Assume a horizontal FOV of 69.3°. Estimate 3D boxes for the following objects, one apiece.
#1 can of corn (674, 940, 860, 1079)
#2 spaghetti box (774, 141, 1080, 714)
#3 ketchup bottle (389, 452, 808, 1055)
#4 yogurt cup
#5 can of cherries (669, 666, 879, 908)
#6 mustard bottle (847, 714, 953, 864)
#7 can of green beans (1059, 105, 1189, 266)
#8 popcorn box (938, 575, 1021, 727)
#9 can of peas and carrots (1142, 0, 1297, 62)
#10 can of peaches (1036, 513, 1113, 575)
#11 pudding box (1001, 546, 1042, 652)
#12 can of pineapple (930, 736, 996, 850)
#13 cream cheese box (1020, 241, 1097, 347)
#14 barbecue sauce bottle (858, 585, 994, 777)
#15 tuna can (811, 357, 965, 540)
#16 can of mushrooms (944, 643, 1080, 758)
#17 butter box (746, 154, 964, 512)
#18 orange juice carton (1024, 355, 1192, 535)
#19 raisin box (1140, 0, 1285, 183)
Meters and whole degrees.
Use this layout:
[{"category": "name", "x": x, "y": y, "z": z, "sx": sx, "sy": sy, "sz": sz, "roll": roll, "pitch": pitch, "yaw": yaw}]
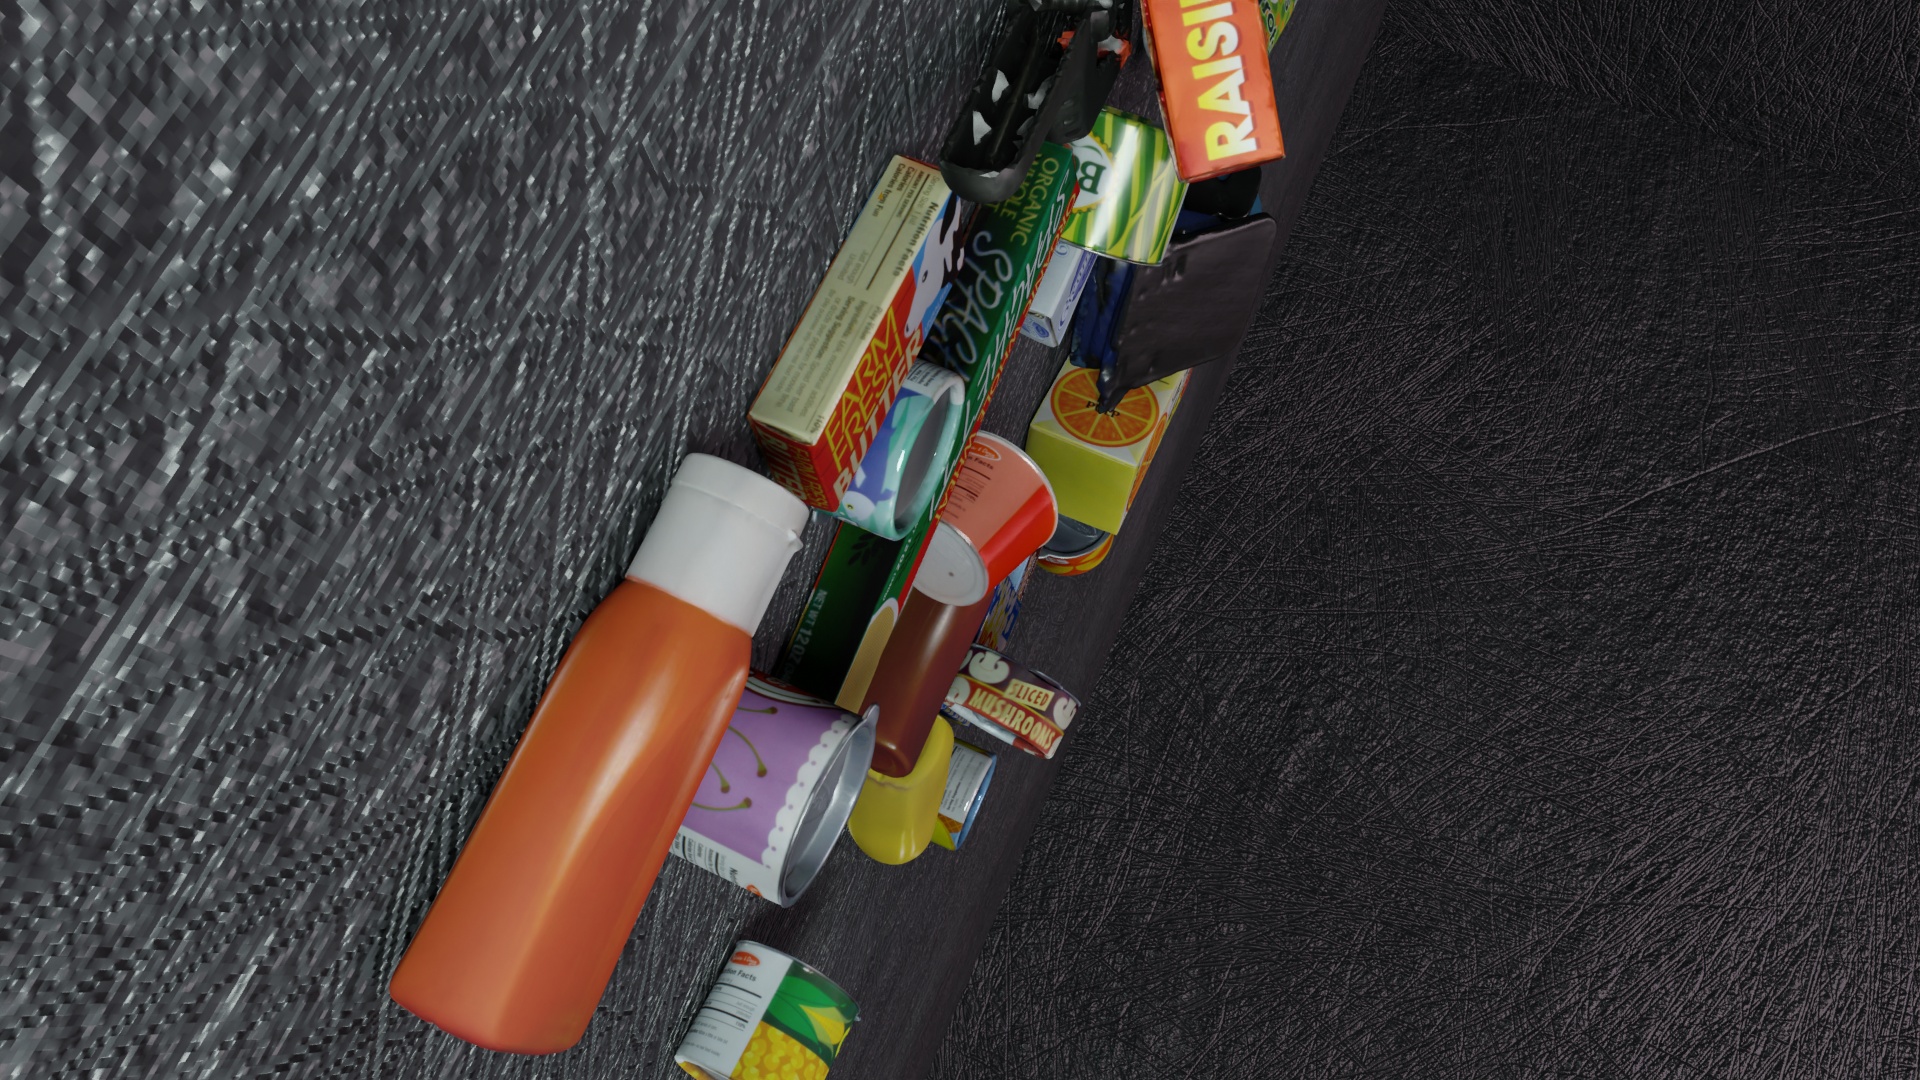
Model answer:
[{"category": "can of corn", "x": -0.087, "y": 0.228, "z": 0.639, "sx": 0.070, "sy": 0.071, "sz": 0.058, "roll": 96, "pitch": 21, "yaw": -57}, {"category": "spaghetti box", "x": -0.012, "y": -0.045, "z": 0.562, "sx": 0.050, "sy": 0.029, "sz": 0.250, "roll": 36, "pitch": 77, "yaw": -80}, {"category": "ketchup bottle", "x": -0.085, "y": 0.051, "z": 0.353, "sx": 0.064, "sy": 0.043, "sz": 0.149, "roll": 76, "pitch": 38, "yaw": -74}, {"category": "yogurt cup", "x": 0.002, "y": -0.008, "z": 0.619, "sx": 0.054, "sy": 0.072, "sz": 0.072, "roll": -49, "pitch": 160, "yaw": -37}, {"category": "can of cherries", "x": -0.067, "y": 0.075, "z": 0.456, "sx": 0.071, "sy": 0.058, "sz": 0.071, "roll": 20, "pitch": 92, "yaw": -78}, {"category": "mustard bottle", "x": -0.037, "y": 0.147, "z": 0.779, "sx": 0.159, "sy": 0.049, "sz": 0.065, "roll": 98, "pitch": 18, "yaw": -55}, {"category": "can of green beans", "x": 0.068, "y": -0.161, "z": 0.621, "sx": 0.071, "sy": 0.071, "sz": 0.057, "roll": -42, "pitch": 152, "yaw": -66}, {"category": "popcorn box", "x": -0.001, "y": 0.058, "z": 0.803, "sx": 0.126, "sy": 0.038, "sz": 0.085, "roll": 62, "pitch": 50, "yaw": -76}, {"category": "can of peas and carrots", "x": 0.136, "y": -0.273, "z": 0.717, "sx": 0.070, "sy": 0.071, "sz": 0.059, "roll": 97, "pitch": 19, "yaw": -55}, {"category": "can of peaches", "x": 0.071, "y": -0.012, "z": 0.948, "sx": 0.058, "sy": 0.071, "sz": 0.071, "roll": 71, "pitch": 43, "yaw": -75}, {"category": "pudding box", "x": 0.022, "y": 0.036, "z": 0.897, "sx": 0.050, "sy": 0.030, "sz": 0.083, "roll": -18, "pitch": 129, "yaw": -75}, {"category": "can of pineapple", "x": -0.016, "y": 0.154, "z": 0.873, "sx": 0.071, "sy": 0.058, "sz": 0.071, "roll": 20, "pitch": 92, "yaw": -80}, {"category": "cream cheese box", "x": 0.056, "y": -0.152, "z": 0.691, "sx": 0.053, "sy": 0.024, "sz": 0.104, "roll": 45, "pitch": 68, "yaw": -78}, {"category": "barbecue sauce bottle", "x": -0.014, "y": 0.042, "z": 0.695, "sx": 0.064, "sy": 0.044, "sz": 0.149, "roll": 97, "pitch": 18, "yaw": -66}, {"category": "tuna can", "x": -0.027, "y": -0.033, "z": 0.502, "sx": 0.071, "sy": 0.033, "sz": 0.071, "roll": 20, "pitch": 92, "yaw": -79}, {"category": "can of mushrooms", "x": 0.026, "y": 0.083, "z": 0.714, "sx": 0.033, "sy": 0.071, "sz": 0.071, "roll": -60, "pitch": 168, "yaw": -13}, {"category": "butter box", "x": -0.031, "y": -0.065, "z": 0.439, "sx": 0.053, "sy": 0.024, "sz": 0.104, "roll": 83, "pitch": 31, "yaw": -68}, {"category": "orange juice carton", "x": 0.109, "y": -0.104, "z": 0.925, "sx": 0.071, "sy": 0.073, "sz": 0.194, "roll": 98, "pitch": 17, "yaw": -53}, {"category": "raisin box", "x": 0.092, "y": -0.181, "z": 0.517, "sx": 0.124, "sy": 0.040, "sz": 0.086, "roll": -60, "pitch": 139, "yaw": -71}]
